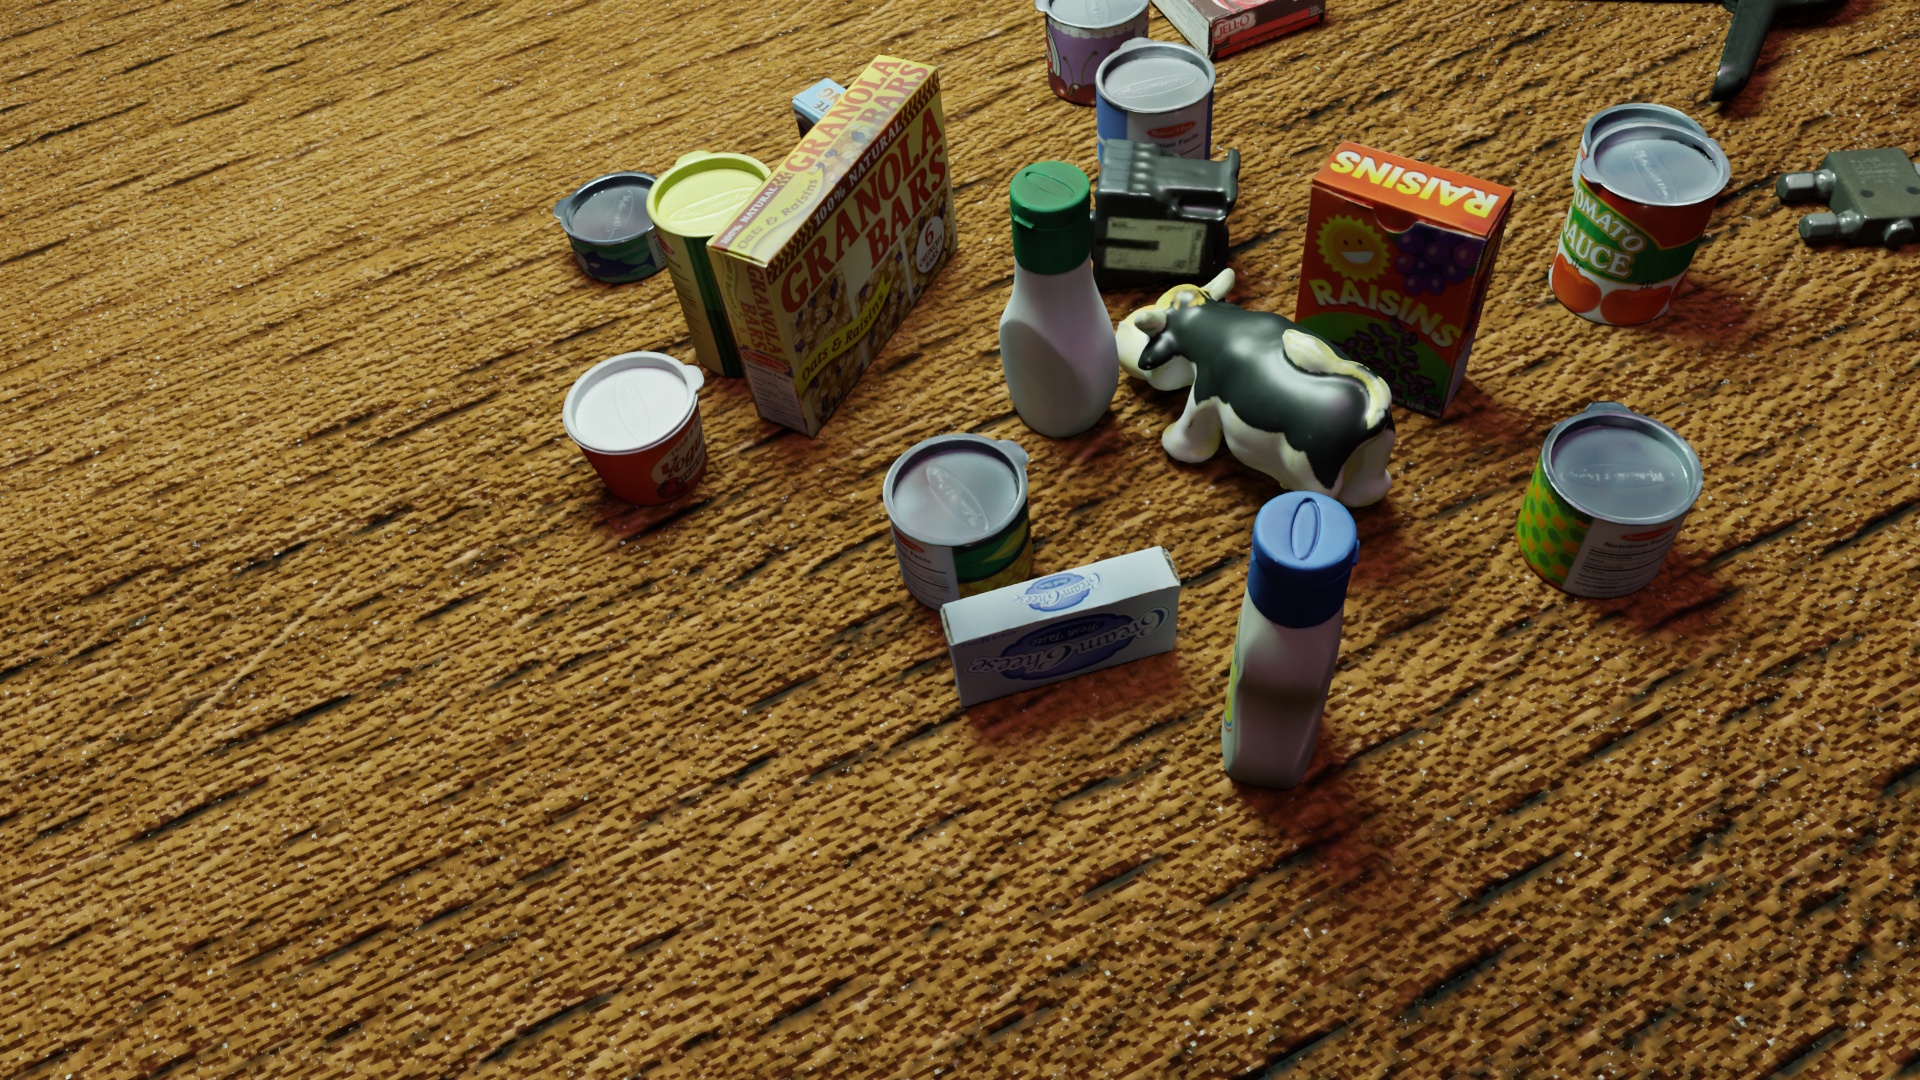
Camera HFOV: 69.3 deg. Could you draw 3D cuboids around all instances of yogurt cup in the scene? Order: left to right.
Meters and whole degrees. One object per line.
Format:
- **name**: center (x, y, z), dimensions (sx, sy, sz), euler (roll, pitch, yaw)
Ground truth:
- **yogurt cup**: center (-0.163, -0.055, 0.712), dimensions (0.072, 0.053, 0.073), euler (-3, 53, 4)

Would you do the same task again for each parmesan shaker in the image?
- **parmesan shaker**: center (-0.123, -0.148, 0.749), dimensions (0.071, 0.102, 0.071), euler (-3, 53, 4)

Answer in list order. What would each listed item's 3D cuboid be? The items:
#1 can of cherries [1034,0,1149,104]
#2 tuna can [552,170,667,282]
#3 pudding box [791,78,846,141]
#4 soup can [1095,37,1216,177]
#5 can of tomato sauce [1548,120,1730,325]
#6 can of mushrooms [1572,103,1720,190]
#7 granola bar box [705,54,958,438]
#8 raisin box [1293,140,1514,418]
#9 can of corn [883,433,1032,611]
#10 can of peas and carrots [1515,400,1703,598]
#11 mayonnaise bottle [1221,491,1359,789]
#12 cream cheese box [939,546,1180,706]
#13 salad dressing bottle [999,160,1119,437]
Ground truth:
- **can of cherries**: center (0.084, -0.321, 0.886), dimensions (0.071, 0.058, 0.072), euler (-3, 53, 4)
- **tuna can**: center (-0.205, -0.187, 0.832), dimensions (0.071, 0.032, 0.071), euler (-3, 53, 4)
- **pudding box**: center (-0.064, -0.240, 0.846), dimensions (0.030, 0.049, 0.084), euler (-38, 58, -21)
- **soup can**: center (0.111, -0.234, 0.801), dimensions (0.071, 0.083, 0.072), euler (-3, 53, 4)
- **can of tomato sauce**: center (0.347, -0.162, 0.720), dimensions (0.071, 0.082, 0.071), euler (-3, 53, 4)
- **can of mushrooms**: center (0.386, -0.213, 0.786), dimensions (0.071, 0.033, 0.071), euler (-3, 53, 4)
- **granola bar box**: center (-0.061, -0.156, 0.734), dimensions (0.039, 0.123, 0.166), euler (20, 58, 20)
- **raisin box**: center (0.212, -0.126, 0.682), dimensions (0.086, 0.122, 0.040), euler (26, 60, 23)
- **can of corn**: center (0.002, -0.008, 0.656), dimensions (0.071, 0.058, 0.071), euler (-3, 53, 4)
- **can of peas and carrots**: center (0.292, -0.018, 0.631), dimensions (0.071, 0.058, 0.071), euler (-3, 53, 4)
- **mayonnaise bottle**: center (0.128, 0.039, 0.549), dimensions (0.041, 0.147, 0.065), euler (9, 54, 13)
- **cream cheese box**: center (0.045, 0.039, 0.618), dimensions (0.104, 0.053, 0.024), euler (-15, 53, -5)
- **salad dressing bottle**: center (0.046, -0.114, 0.676), dimensions (0.064, 0.147, 0.044), euler (34, 63, 27)
